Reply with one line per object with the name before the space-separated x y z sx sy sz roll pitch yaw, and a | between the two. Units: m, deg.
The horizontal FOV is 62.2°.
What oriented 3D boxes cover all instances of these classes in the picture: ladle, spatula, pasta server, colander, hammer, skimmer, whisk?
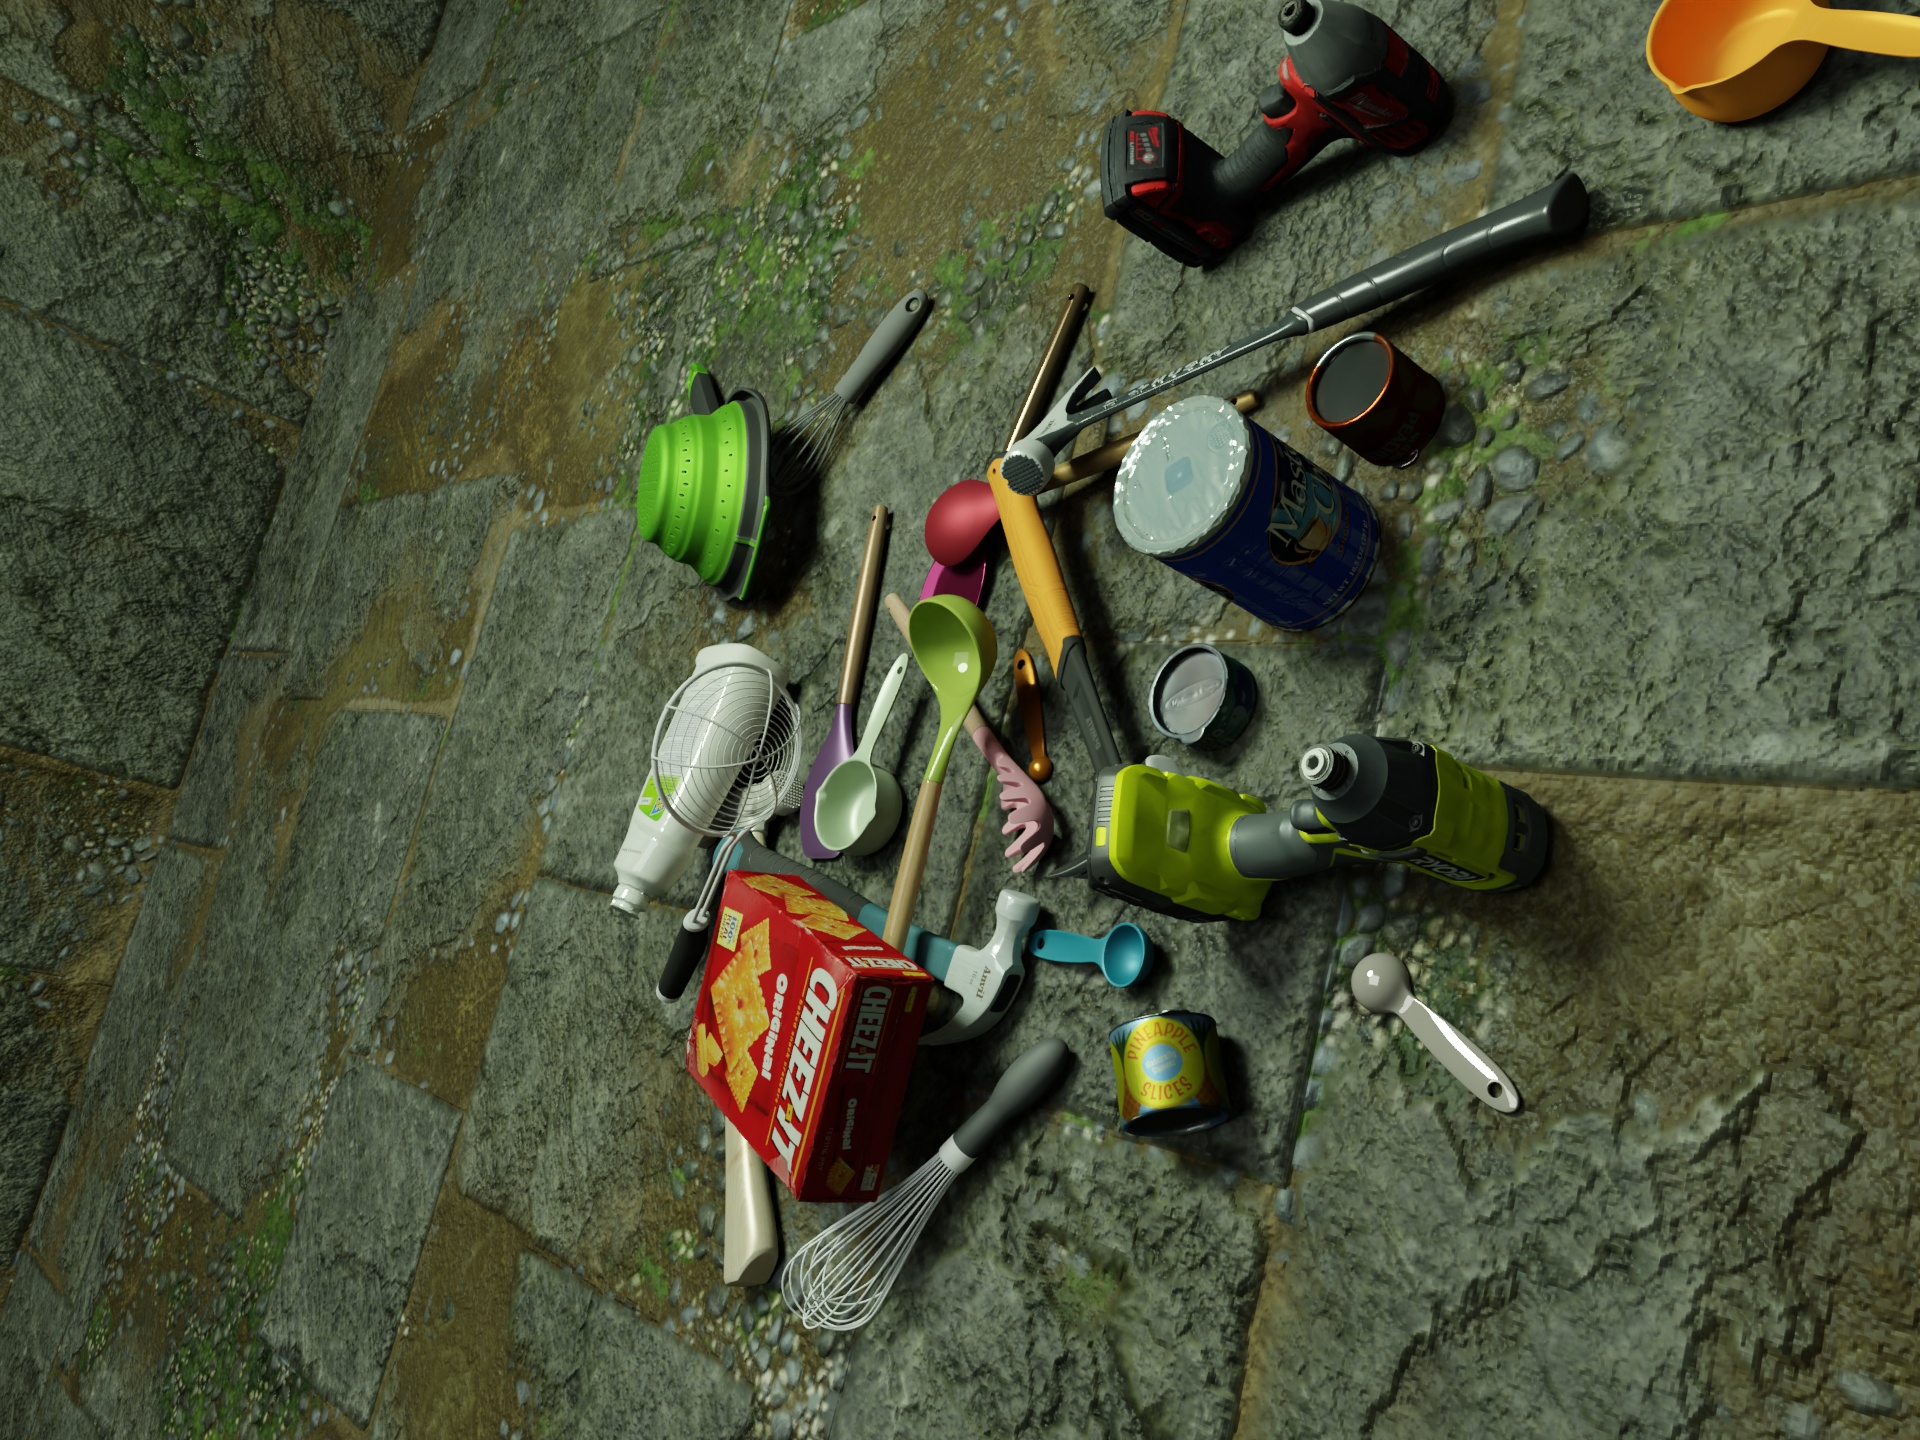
ladle | 0.086 -0.187 1.202 0.315 0.031 0.069 -17 67 37
spatula | -0.095 -0.037 1.356 0.060 0.018 0.316 -4 71 41
pasta server | -0.002 -0.004 1.209 0.317 0.040 0.060 -123 19 -44
colander | -0.272 -0.266 1.571 0.398 0.094 0.204 -114 37 -51
hammer | 0.214 -0.262 1.068 0.409 0.036 0.149 -18 24 35
skimmer | -0.208 0.102 1.242 0.090 0.127 0.363 51 140 20
hammer | -0.080 0.146 1.208 0.331 0.033 0.128 19 93 43
hammer | -0.183 0.250 1.308 0.146 0.038 0.411 -30 52 39
ladle | -0.035 0.067 1.133 0.078 0.062 0.320 7 82 50
whisk | -0.110 -0.305 1.480 0.239 0.055 0.055 -48 43 15
whisk | -0.023 0.315 1.082 0.284 0.070 0.070 -49 42 14
hammer | 0.069 -0.055 1.124 0.127 0.034 0.337 -50 44 43

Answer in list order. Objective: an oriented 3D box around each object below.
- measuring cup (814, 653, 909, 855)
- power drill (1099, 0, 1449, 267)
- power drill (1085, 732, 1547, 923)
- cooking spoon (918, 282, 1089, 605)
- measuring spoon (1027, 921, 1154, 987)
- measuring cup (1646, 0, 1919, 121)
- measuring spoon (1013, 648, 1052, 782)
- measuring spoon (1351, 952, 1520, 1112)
measuring cup | -0.063 0.029 1.275 0.083 0.038 0.167 15 83 51
power drill | 0.206 -0.409 1.095 0.220 0.143 0.079 -18 62 46
power drill | 0.181 0.057 0.882 0.223 0.171 0.080 -14 62 48
cooking spoon | 0.038 -0.204 1.285 0.069 0.017 0.319 23 91 47
measuring spoon | 0.089 0.154 1.065 0.129 0.021 0.042 -4 74 57
measuring cup | 0.459 -0.362 0.857 0.174 0.052 0.095 40 103 48
measuring spoon | 0.050 -0.006 1.181 0.021 0.011 0.117 -34 50 34
measuring spoon | 0.255 0.169 0.863 0.034 0.018 0.124 -57 41 12
